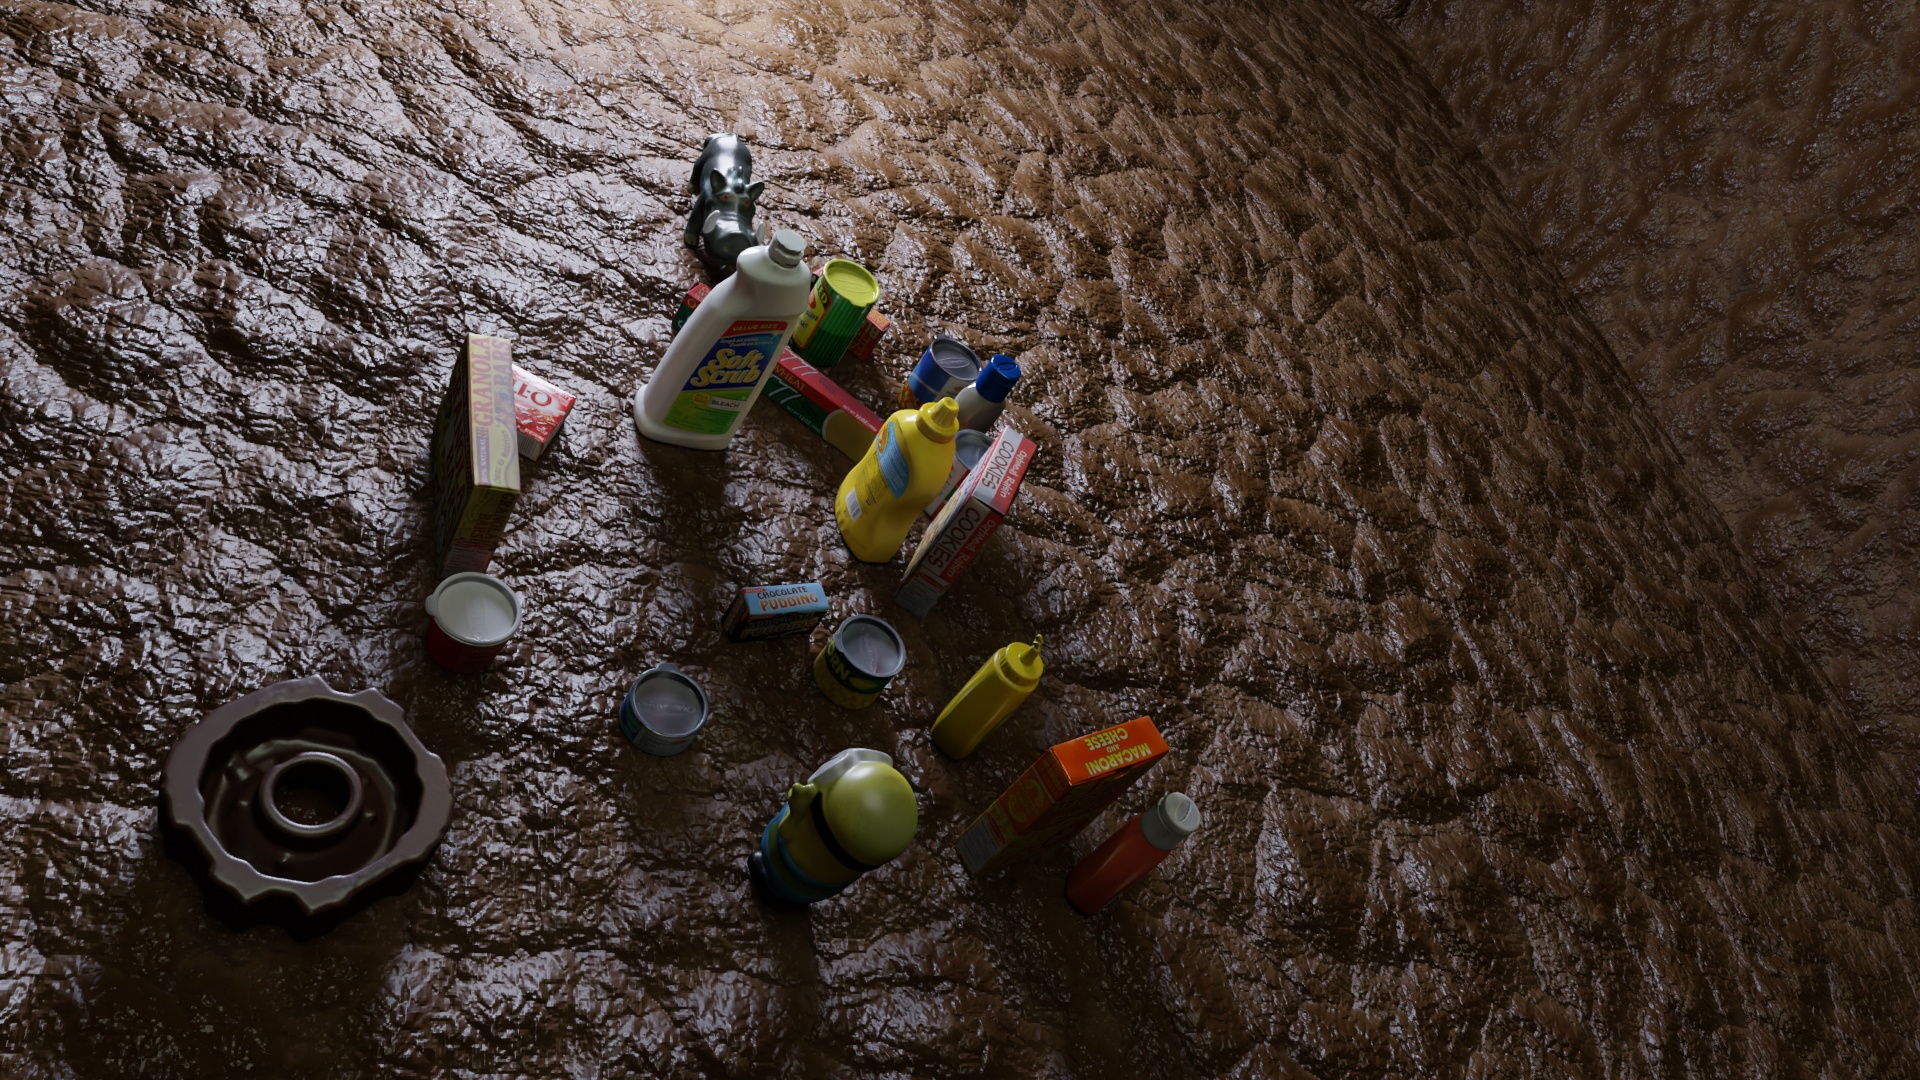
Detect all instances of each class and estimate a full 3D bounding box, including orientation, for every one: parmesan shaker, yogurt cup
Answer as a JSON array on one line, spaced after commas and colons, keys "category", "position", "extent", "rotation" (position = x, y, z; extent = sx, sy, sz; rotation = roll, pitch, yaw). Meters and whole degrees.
[{"category": "parmesan shaker", "position": [-0.139, -0.243, 1.508], "extent": [0.071, 0.102, 0.072], "rotation": [20, 43, -20]}, {"category": "yogurt cup", "position": [-0.381, 0.066, 1.078], "extent": [0.072, 0.053, 0.073], "rotation": [20, 43, -20]}]

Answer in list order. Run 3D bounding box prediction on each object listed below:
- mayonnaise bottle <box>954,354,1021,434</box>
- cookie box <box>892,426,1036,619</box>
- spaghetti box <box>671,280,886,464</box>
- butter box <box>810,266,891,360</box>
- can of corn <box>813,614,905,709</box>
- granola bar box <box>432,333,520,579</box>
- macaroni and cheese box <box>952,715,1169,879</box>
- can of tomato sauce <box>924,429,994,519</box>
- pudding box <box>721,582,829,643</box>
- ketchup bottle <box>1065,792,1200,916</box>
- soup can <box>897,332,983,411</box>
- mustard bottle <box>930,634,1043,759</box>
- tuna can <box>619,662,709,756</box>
[{"category": "mayonnaise bottle", "position": [0.013, -0.137, 1.485], "extent": [0.065, 0.147, 0.041], "rotation": [-15, 63, -44]}, {"category": "cookie box", "position": [0.005, -0.017, 1.352], "extent": [0.040, 0.166, 0.123], "rotation": [33, 40, -7]}, {"category": "spaghetti box", "position": [-0.190, -0.174, 1.447], "extent": [0.250, 0.050, 0.029], "rotation": [37, 40, -2]}, {"category": "butter box", "position": [-0.132, -0.255, 1.563], "extent": [0.103, 0.053, 0.024], "rotation": [40, 40, 2]}, {"category": "can of corn", "position": [-0.094, 0.109, 1.245], "extent": [0.071, 0.058, 0.071], "rotation": [20, 43, -20]}, {"category": "granola bar box", "position": [-0.399, -0.067, 1.136], "extent": [0.039, 0.123, 0.166], "rotation": [8, 48, -31]}, {"category": "macaroni and cheese box", "position": [0.086, 0.221, 1.190], "extent": [0.124, 0.165, 0.040], "rotation": [-10, 59, -42]}, {"category": "can of tomato sauce", "position": [0.003, -0.064, 1.460], "extent": [0.071, 0.082, 0.071], "rotation": [20, 43, -20]}, {"category": "pudding box", "position": [-0.165, 0.064, 1.242], "extent": [0.084, 0.049, 0.030], "rotation": [-2, 54, -38]}, {"category": "ketchup bottle", "position": [0.150, 0.269, 1.205], "extent": [0.043, 0.148, 0.065], "rotation": [42, 40, 4]}, {"category": "soup can", "position": [-0.024, -0.176, 1.544], "extent": [0.071, 0.083, 0.072], "rotation": [20, 43, -20]}, {"category": "mustard bottle", "position": [0.032, 0.134, 1.236], "extent": [0.049, 0.159, 0.065], "rotation": [43, 40, 6]}, {"category": "tuna can", "position": [-0.242, 0.138, 1.130], "extent": [0.071, 0.032, 0.071], "rotation": [20, 43, -20]}]
